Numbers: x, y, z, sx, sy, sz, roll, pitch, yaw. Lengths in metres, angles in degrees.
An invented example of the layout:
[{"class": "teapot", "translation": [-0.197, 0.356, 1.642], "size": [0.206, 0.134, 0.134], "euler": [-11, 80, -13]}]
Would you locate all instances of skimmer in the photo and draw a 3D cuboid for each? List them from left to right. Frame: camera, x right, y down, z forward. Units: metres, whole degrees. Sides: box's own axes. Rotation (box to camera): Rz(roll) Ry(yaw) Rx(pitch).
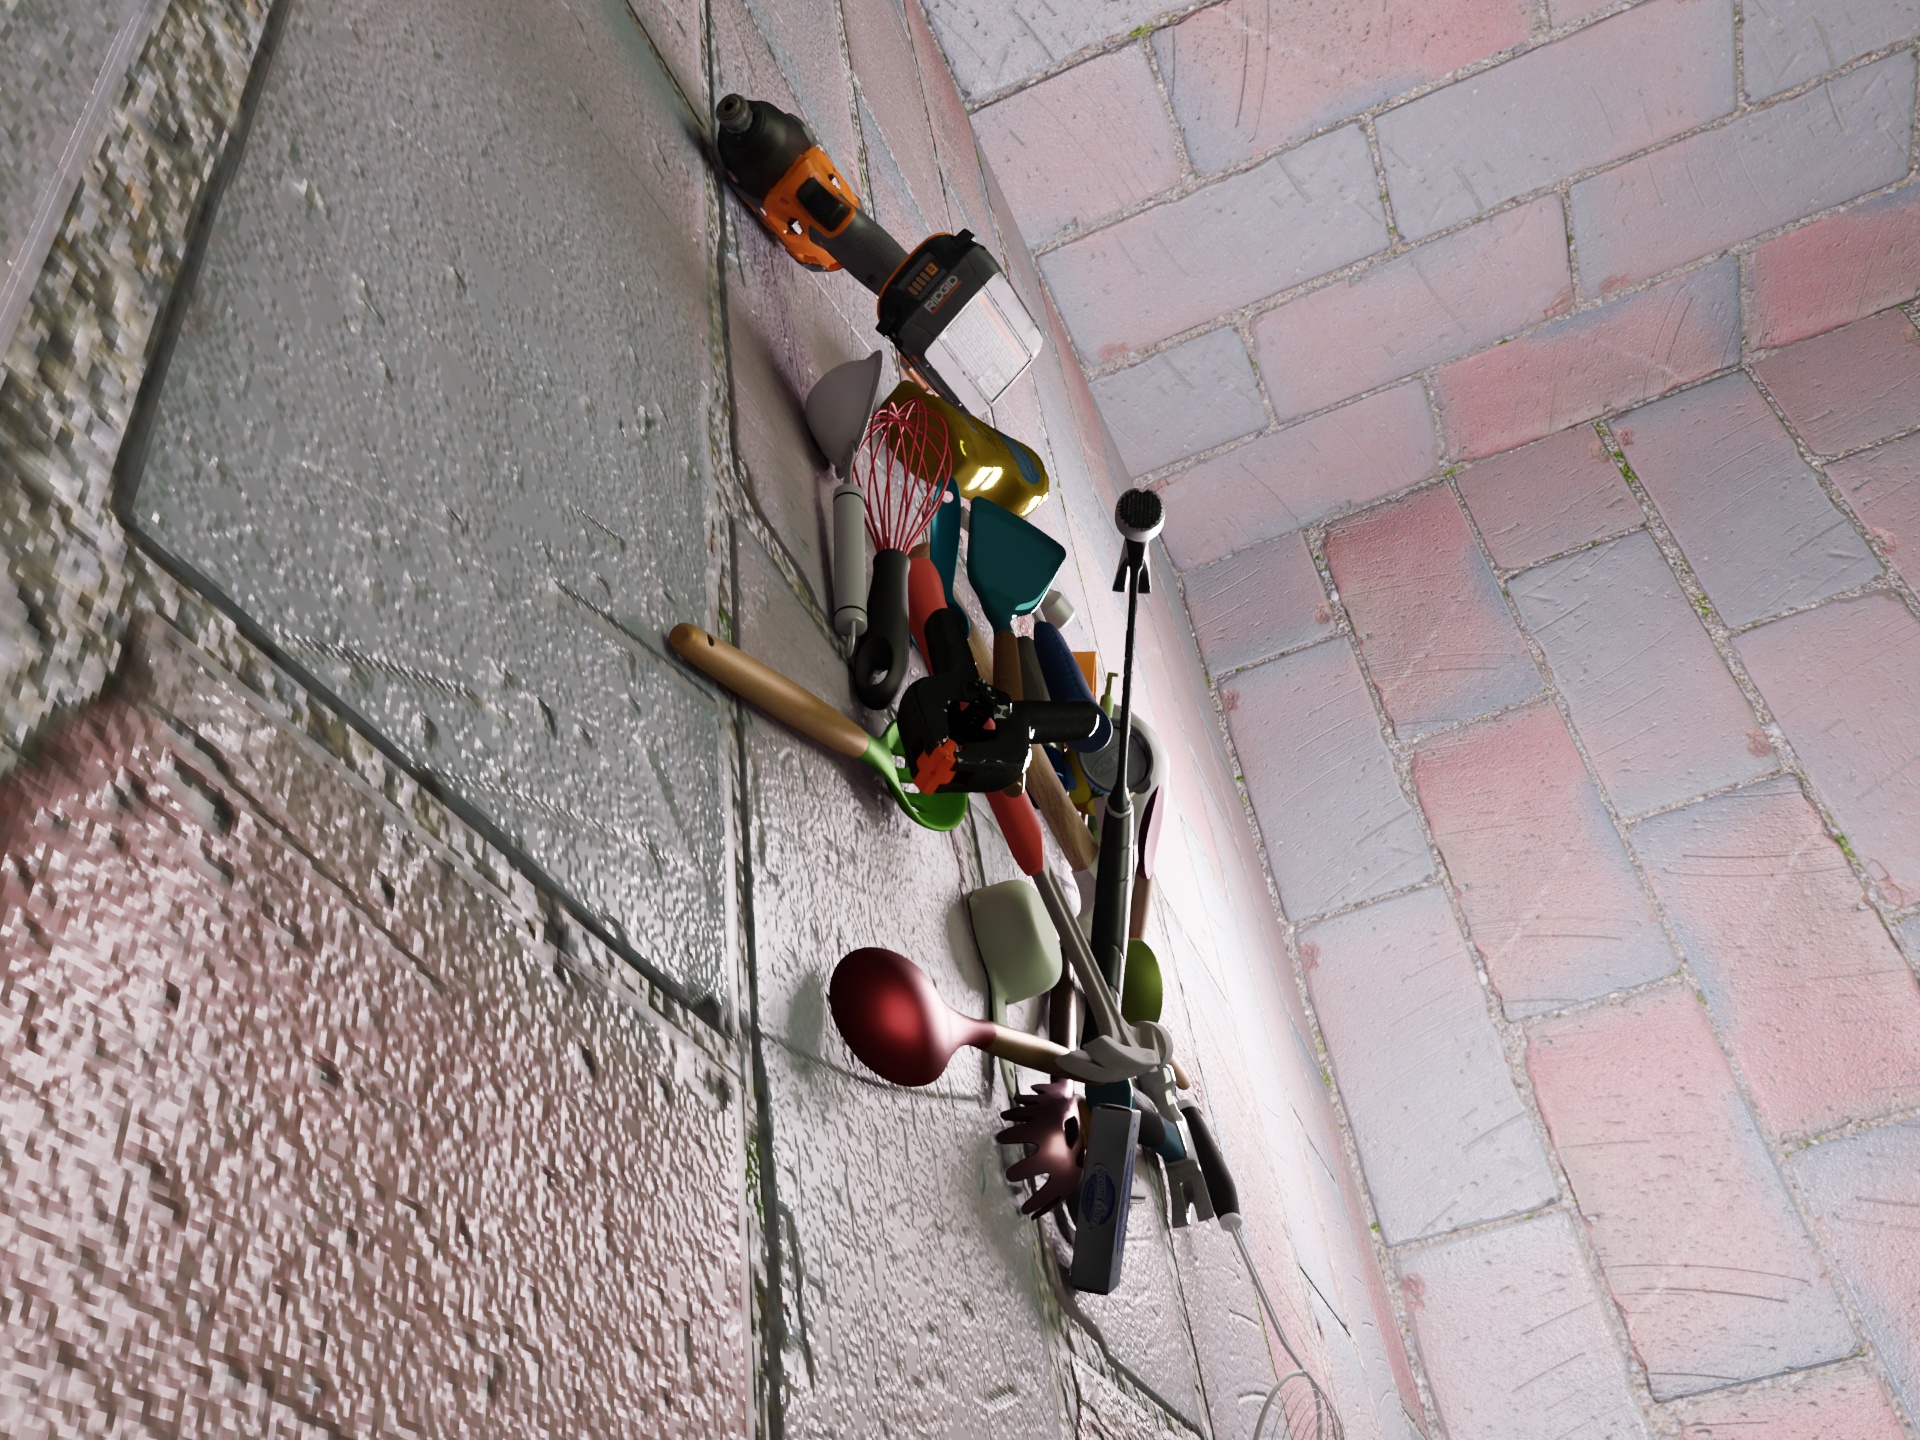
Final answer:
[{"class": "skimmer", "translation": [0.209, 0.460, 1.254], "size": [0.127, 0.090, 0.364], "euler": [55, 9, -39]}]

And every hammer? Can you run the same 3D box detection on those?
[{"class": "hammer", "translation": [0.028, 0.051, 0.979], "size": [0.149, 0.036, 0.359], "euler": [29, 34, -63]}, {"class": "hammer", "translation": [0.044, 0.013, 1.172], "size": [0.331, 0.031, 0.130], "euler": [60, 40, -23]}, {"class": "hammer", "translation": [0.061, -0.073, 1.224], "size": [0.144, 0.035, 0.406], "euler": [50, 10, -19]}, {"class": "hammer", "translation": [0.116, 0.045, 1.171], "size": [0.149, 0.036, 0.409], "euler": [73, 22, -76]}, {"class": "hammer", "translation": [0.133, 0.288, 1.135], "size": [0.330, 0.033, 0.128], "euler": [53, 19, -64]}]

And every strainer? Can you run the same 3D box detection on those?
[{"class": "strainer", "translation": [-0.070, -0.143, 0.976], "size": [0.086, 0.050, 0.259], "euler": [123, -29, -48]}, {"class": "strainer", "translation": [0.144, 0.089, 1.370], "size": [0.257, 0.069, 0.151], "euler": [-80, 172, -47]}]

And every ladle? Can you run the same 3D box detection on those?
[{"class": "ladle", "translation": [0.021, 0.170, 0.834], "size": [0.315, 0.031, 0.069], "euler": [36, 32, -59]}, {"class": "ladle", "translation": [0.167, 0.260, 1.321], "size": [0.319, 0.062, 0.078], "euler": [54, 20, -58]}]

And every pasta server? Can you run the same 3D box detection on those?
[{"class": "pasta server", "translation": [0.057, 0.211, 1.010], "size": [0.316, 0.040, 0.060], "euler": [-75, 143, -75]}]

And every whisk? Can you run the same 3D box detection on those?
[{"class": "whisk", "translation": [-0.043, -0.111, 1.005], "size": [0.296, 0.073, 0.073], "euler": [-88, 155, -46]}]

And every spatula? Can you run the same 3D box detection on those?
[{"class": "spatula", "translation": [0.034, -0.050, 1.035], "size": [0.082, 0.044, 0.318], "euler": [29, 27, -17]}]

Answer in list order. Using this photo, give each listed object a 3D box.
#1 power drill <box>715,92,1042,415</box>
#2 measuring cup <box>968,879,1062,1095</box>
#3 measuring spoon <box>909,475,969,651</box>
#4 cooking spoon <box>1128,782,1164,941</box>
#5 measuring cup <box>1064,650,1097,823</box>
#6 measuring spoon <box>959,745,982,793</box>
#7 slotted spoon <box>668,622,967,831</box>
[{"class": "power drill", "translation": [-0.063, -0.307, 1.017], "size": [0.227, 0.084, 0.164], "euler": [44, 4, 24]}, {"class": "measuring cup", "translation": [0.039, 0.161, 0.967], "size": [0.168, 0.038, 0.083], "euler": [-93, 159, -58]}, {"class": "measuring spoon", "translation": [-0.013, -0.104, 1.093], "size": [0.021, 0.042, 0.129], "euler": [128, -33, -80]}, {"class": "cooking spoon", "translation": [0.153, 0.135, 1.332], "size": [0.318, 0.017, 0.069], "euler": [82, 22, -63]}, {"class": "measuring cup", "translation": [0.090, 0.024, 1.396], "size": [0.095, 0.052, 0.173], "euler": [-29, 124, -82]}, {"class": "measuring spoon", "translation": [-0.002, -0.004, 1.111], "size": [0.021, 0.011, 0.117], "euler": [-50, 119, -75]}, {"class": "slotted spoon", "translation": [-0.065, 0.003, 0.809], "size": [0.313, 0.031, 0.070], "euler": [36, 35, -65]}]
